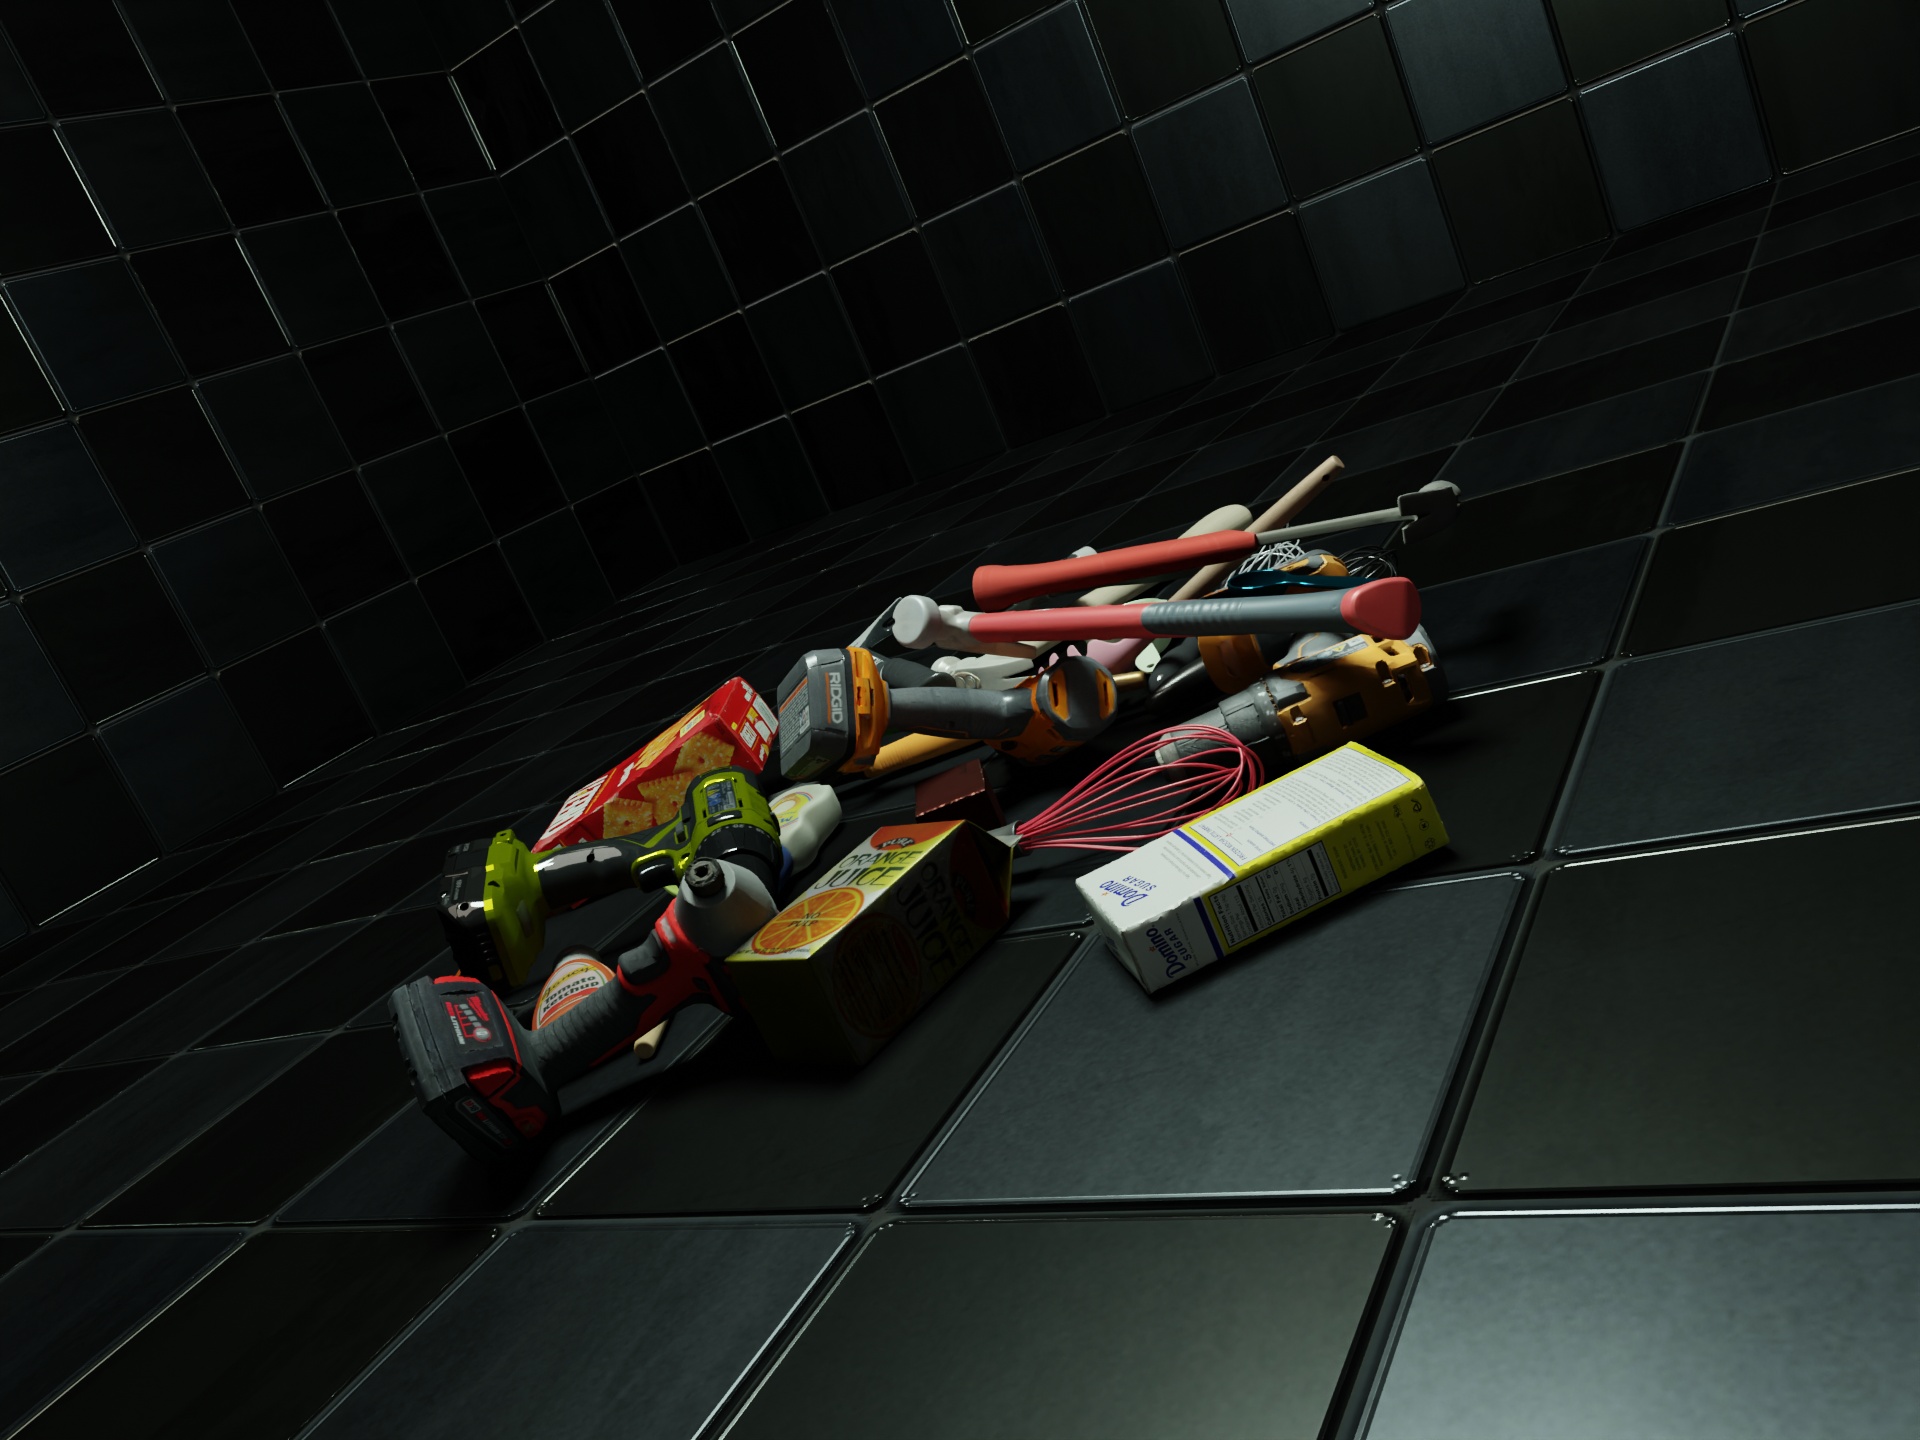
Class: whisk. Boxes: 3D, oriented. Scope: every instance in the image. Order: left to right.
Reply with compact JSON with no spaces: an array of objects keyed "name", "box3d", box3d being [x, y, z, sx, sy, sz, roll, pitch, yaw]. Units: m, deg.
[{"name":"whisk","box3d":[0.056,0.068,1.004,0.296,0.073,0.073,-21,13,30]},{"name":"whisk","box3d":[0.223,-0.093,1.336,0.070,0.070,0.285,-12,23,39]},{"name":"whisk","box3d":[0.243,-0.068,1.232,0.239,0.055,0.055,-30,15,-9]}]

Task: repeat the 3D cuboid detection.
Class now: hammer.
[{"name":"hammer","box3d":[-0.067,-0.053,1.573,0.149,0.036,0.409,-43,15,-6]},{"name":"hammer","box3d":[-0.052,0.030,1.358,0.337,0.034,0.127,-22,13,7]},{"name":"hammer","box3d":[0.143,-0.133,1.454,0.146,0.035,0.335,-28,12,-23]},{"name":"hammer","box3d":[0.161,-0.127,1.593,0.410,0.038,0.146,-32,18,-32]},{"name":"hammer","box3d":[0.135,-0.066,1.069,0.386,0.038,0.143,1,-3,45]},{"name":"hammer","box3d":[0.166,-0.119,1.133,0.359,0.036,0.149,-8,8,30]}]

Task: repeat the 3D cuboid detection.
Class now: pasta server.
[{"name":"pasta server","box3d":[0.173,-0.098,1.228,0.316,0.060,0.040,-43,26,31]}]

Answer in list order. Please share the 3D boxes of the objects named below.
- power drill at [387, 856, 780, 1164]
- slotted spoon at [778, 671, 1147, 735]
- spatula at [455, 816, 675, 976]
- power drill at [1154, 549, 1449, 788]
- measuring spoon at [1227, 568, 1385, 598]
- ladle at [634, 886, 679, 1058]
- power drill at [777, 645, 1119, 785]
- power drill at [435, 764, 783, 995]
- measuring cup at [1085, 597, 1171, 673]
[{"name":"power drill","box3d":[-0.205,0.158,0.923,0.219,0.143,0.079,-26,57,-10]},{"name":"slotted spoon","box3d":[-0.002,-0.004,1.288,0.314,0.031,0.070,-11,-12,19]},{"name":"spatula","box3d":[-0.288,0.137,1.218,0.322,0.041,0.081,-31,16,6]},{"name":"power drill","box3d":[0.212,-0.031,1.082,0.185,0.084,0.226,-23,18,7]},{"name":"measuring spoon","box3d":[0.237,-0.083,1.057,0.129,0.021,0.042,7,27,39]},{"name":"ladle","box3d":[-0.202,0.145,1.135,0.078,0.062,0.320,-27,16,8]},{"name":"power drill","box3d":[-0.016,0.001,1.175,0.226,0.084,0.164,0,-13,-18]},{"name":"power drill","box3d":[-0.233,0.113,1.093,0.228,0.080,0.191,-16,22,-6]},{"name":"measuring cup","box3d":[0.154,-0.058,1.359,0.083,0.038,0.168,-23,22,4]}]
